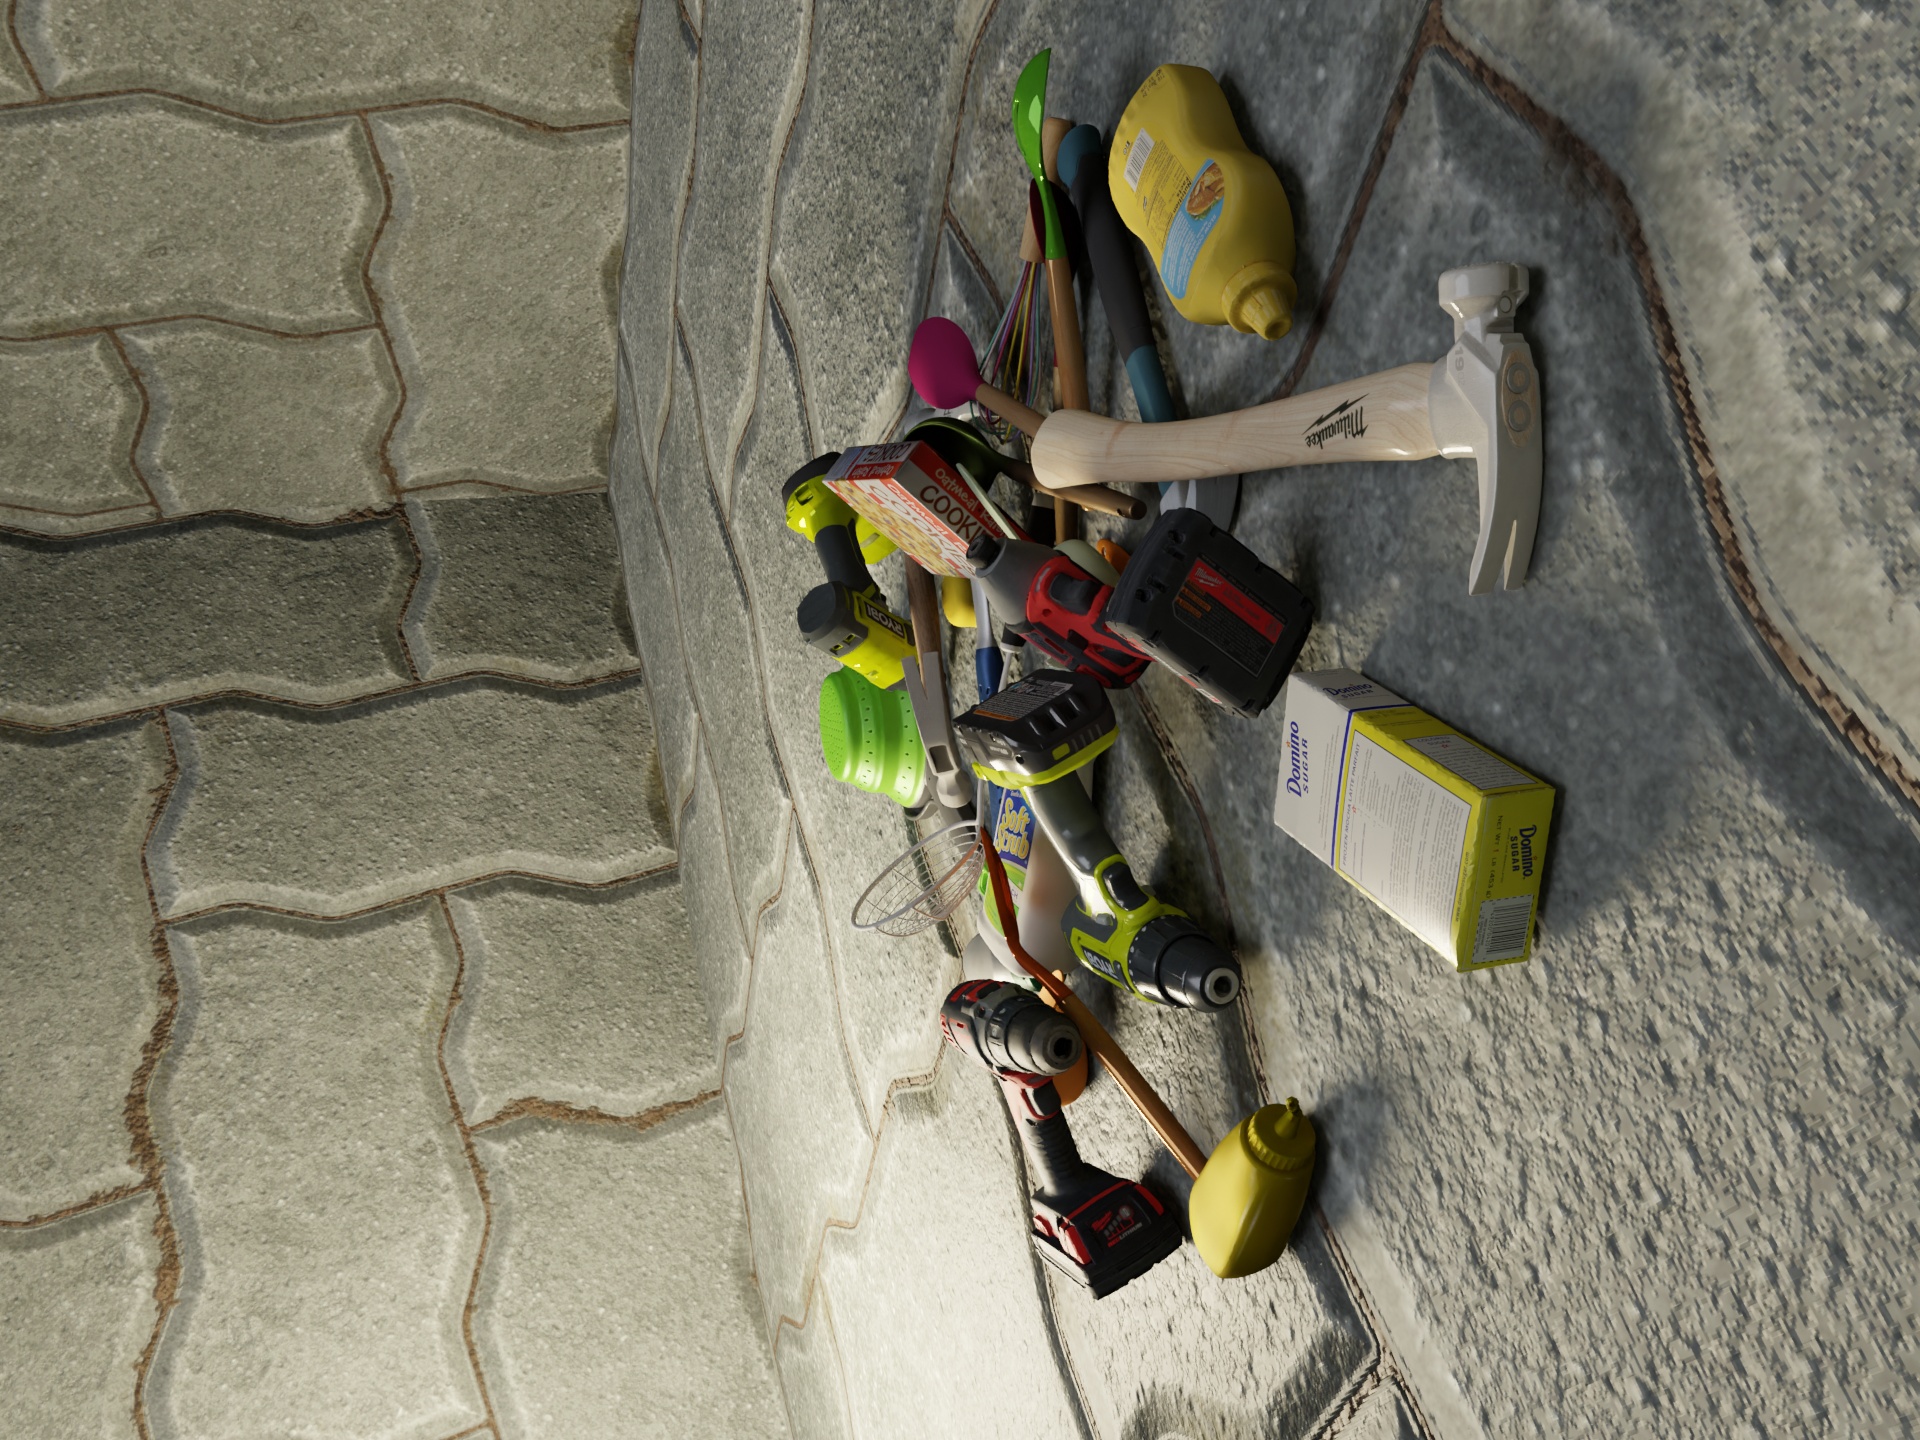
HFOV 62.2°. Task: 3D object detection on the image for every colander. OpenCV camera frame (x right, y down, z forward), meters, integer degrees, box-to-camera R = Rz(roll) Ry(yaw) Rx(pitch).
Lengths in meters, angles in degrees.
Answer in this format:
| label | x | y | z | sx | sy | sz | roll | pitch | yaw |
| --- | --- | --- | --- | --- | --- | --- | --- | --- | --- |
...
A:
| label | x | y | z | sx | sy | sz | roll | pitch | yaw |
| --- | --- | --- | --- | --- | --- | --- | --- | --- | --- |
| colander | -0.061 | 0.049 | 1.547 | 0.398 | 0.094 | 0.204 | -119 | 30 | -50 |

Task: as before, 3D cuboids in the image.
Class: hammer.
| label | x | y | z | sx | sy | sz | roll | pitch | yaw |
| --- | --- | --- | --- | --- | --- | --- | --- | --- | --- |
| hammer | 0.115 | -0.249 | 1.048 | 0.128 | 0.033 | 0.331 | 122 | 138 | -62 |
| hammer | -0.031 | -0.087 | 1.413 | 0.129 | 0.031 | 0.332 | 73 | -173 | -47 |
| hammer | 0.154 | -0.145 | 0.883 | 0.411 | 0.038 | 0.146 | 10 | 106 | 63 |
| hammer | 0.023 | -0.072 | 1.340 | 0.144 | 0.035 | 0.405 | -5 | 93 | 60 |

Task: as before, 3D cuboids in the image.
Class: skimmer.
| label | x | y | z | sx | sy | sz | roll | pitch | yaw |
| --- | --- | --- | --- | --- | --- | --- | --- | --- | --- |
| skimmer | -0.002 | -0.004 | 1.238 | 0.127 | 0.090 | 0.363 | -135 | 58 | -77 |

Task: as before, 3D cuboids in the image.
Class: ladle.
| label | x | y | z | sx | sy | sz | roll | pitch | yaw |
| --- | --- | --- | --- | --- | --- | --- | --- | --- | --- |
| ladle | 0.075 | -0.234 | 1.169 | 0.069 | 0.031 | 0.315 | -39 | -50 | -61 |
| ladle | 0.041 | -0.171 | 1.149 | 0.078 | 0.062 | 0.320 | 59 | 169 | -27 |

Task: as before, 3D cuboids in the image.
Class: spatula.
| label | x | y | z | sx | sy | sz | roll | pitch | yaw |
| --- | --- | --- | --- | --- | --- | --- | --- | --- | --- |
| spatula | 0.097 | 0.210 | 1.124 | 0.323 | 0.041 | 0.081 | 50 | 174 | 28 |

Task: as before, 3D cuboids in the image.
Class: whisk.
| label | x | y | z | sx | sy | sz | roll | pitch | yaw |
| --- | --- | --- | --- | --- | --- | --- | --- | --- | --- |
| whisk | 0.049 | -0.327 | 1.200 | 0.047 | 0.051 | 0.244 | -46 | -30 | -59 |

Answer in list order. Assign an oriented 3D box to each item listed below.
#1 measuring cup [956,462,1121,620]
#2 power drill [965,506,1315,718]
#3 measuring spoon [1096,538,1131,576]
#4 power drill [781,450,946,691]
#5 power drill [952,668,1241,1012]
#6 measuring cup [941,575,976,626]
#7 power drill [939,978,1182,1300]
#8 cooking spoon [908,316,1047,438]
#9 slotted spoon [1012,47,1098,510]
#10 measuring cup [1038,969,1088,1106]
| label | x | y | z | sx | sy | sz | roll | pitch | yaw |
| --- | --- | --- | --- | --- | --- | --- | --- | --- | --- |
| measuring cup | 0.062 | -0.127 | 1.123 | 0.167 | 0.038 | 0.083 | 51 | 175 | 7 |
| power drill | 0.097 | -0.069 | 0.965 | 0.078 | 0.143 | 0.220 | -60 | 24 | -9 |
| measuring spoon | 0.117 | -0.102 | 1.114 | 0.117 | 0.011 | 0.021 | -126 | 35 | -56 |
| power drill | -0.090 | -0.132 | 1.507 | 0.080 | 0.171 | 0.223 | -34 | 49 | 25 |
| power drill | 0.095 | 0.086 | 1.047 | 0.228 | 0.080 | 0.191 | 63 | 166 | -13 |
| measuring cup | 0.009 | -0.065 | 1.407 | 0.062 | 0.029 | 0.157 | 131 | 133 | -65 |
| power drill | 0.072 | 0.292 | 1.140 | 0.226 | 0.080 | 0.188 | 65 | 162 | -5 |
| cooking spoon | 0.029 | -0.235 | 1.174 | 0.319 | 0.017 | 0.068 | 45 | 126 | 51 |
| slotted spoon | 0.069 | -0.292 | 1.091 | 0.070 | 0.031 | 0.313 | -82 | -16 | -62 |
| measuring cup | 0.078 | 0.246 | 1.269 | 0.173 | 0.052 | 0.095 | 109 | 150 | -46 |
